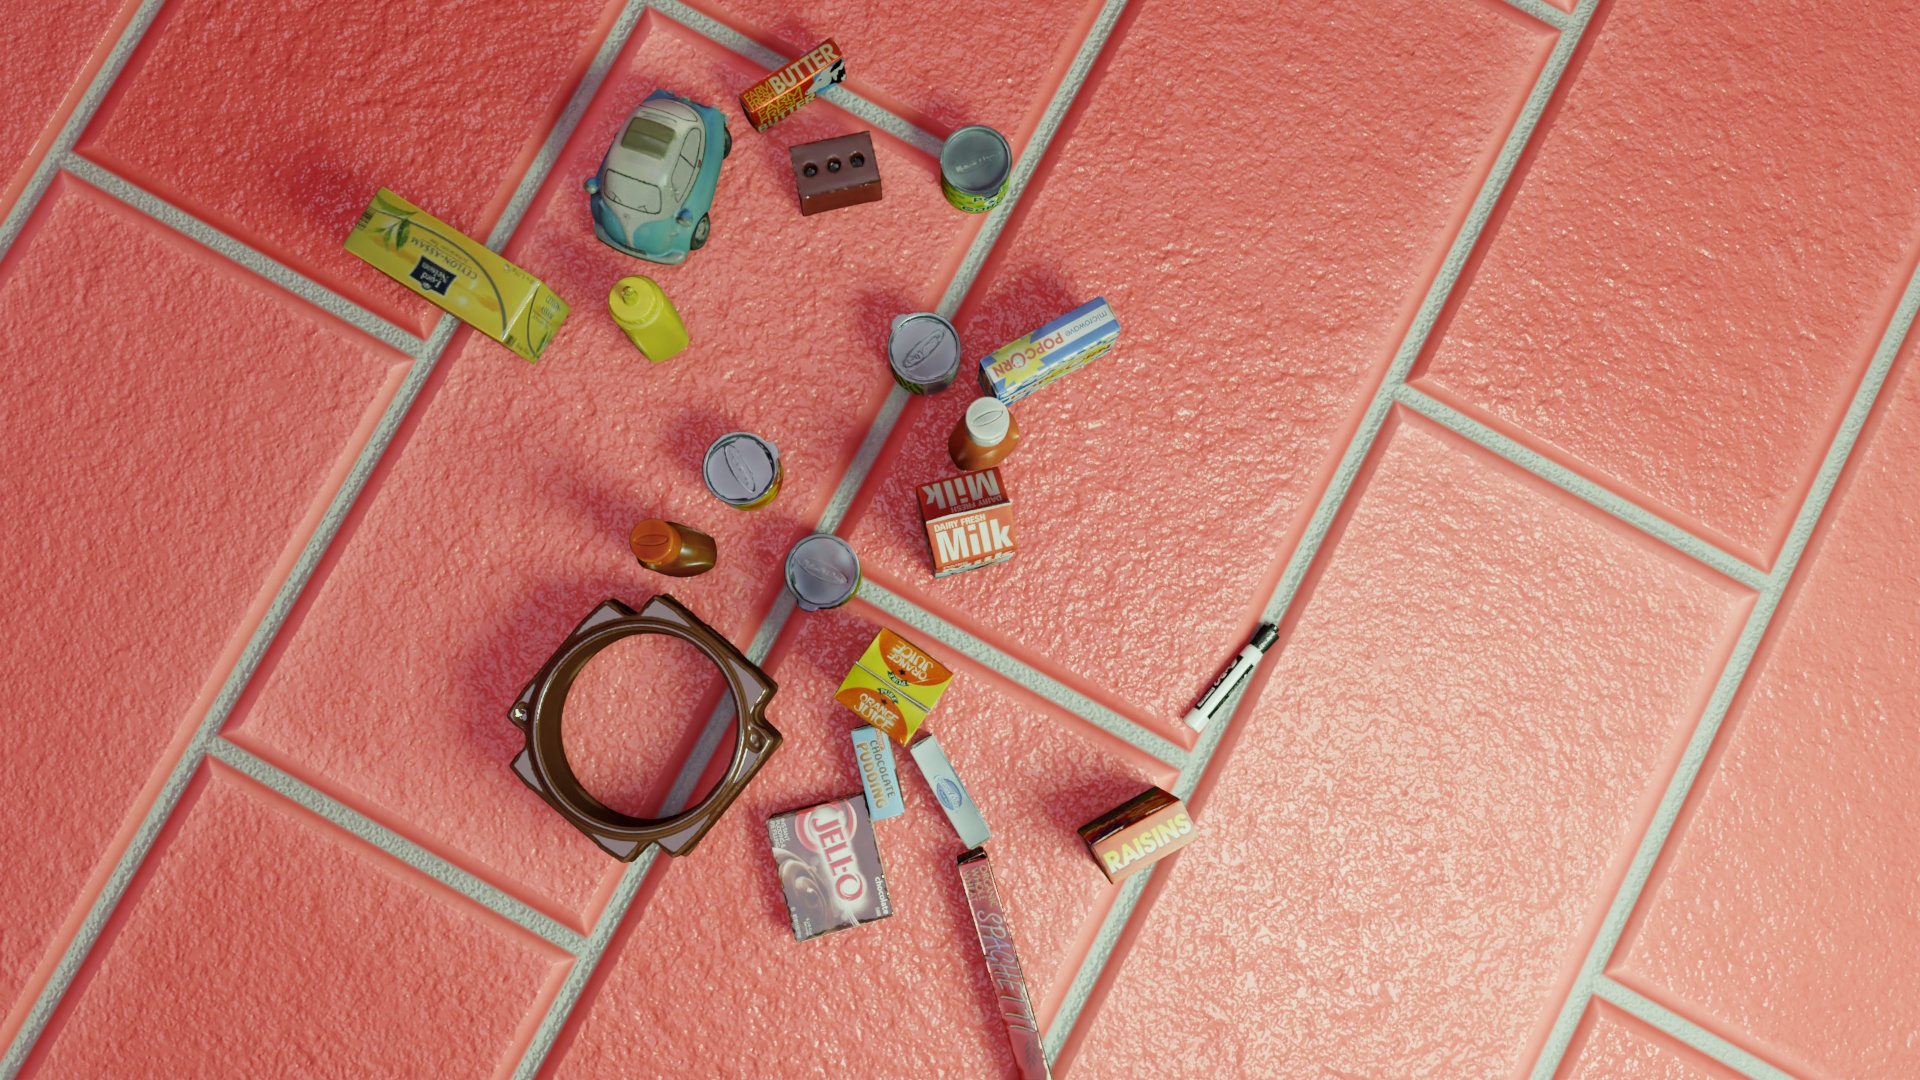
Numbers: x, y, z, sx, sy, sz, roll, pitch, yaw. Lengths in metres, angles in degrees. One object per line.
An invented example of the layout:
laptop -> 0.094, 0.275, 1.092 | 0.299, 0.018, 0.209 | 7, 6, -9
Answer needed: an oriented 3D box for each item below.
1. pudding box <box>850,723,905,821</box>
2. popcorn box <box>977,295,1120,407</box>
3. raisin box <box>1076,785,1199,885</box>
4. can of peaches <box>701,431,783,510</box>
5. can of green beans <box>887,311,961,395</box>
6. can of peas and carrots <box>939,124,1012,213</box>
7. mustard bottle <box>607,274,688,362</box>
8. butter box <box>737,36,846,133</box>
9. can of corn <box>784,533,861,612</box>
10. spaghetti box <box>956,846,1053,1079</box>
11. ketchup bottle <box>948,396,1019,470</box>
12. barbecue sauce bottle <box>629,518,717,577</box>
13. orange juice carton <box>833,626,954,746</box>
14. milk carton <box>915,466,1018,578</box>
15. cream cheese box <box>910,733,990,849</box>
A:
pudding box -> -0.073, 0.205, 1.234 | 0.030, 0.049, 0.083 | -14, 85, -2
popcorn box -> 0.079, -0.167, 1.255 | 0.127, 0.085, 0.038 | -28, 86, -3
raisin box -> 0.151, 0.251, 1.197 | 0.086, 0.123, 0.040 | -27, 86, -3
can of peaches -> -0.193, -0.063, 1.253 | 0.071, 0.058, 0.071 | 0, 85, -1
can of green beans -> -0.033, -0.170, 1.267 | 0.071, 0.058, 0.071 | 0, 85, -1
can of peas and carrots -> 0.015, -0.340, 1.284 | 0.071, 0.058, 0.071 | 0, 85, -1
mustard bottle -> -0.278, -0.200, 1.213 | 0.049, 0.160, 0.065 | -30, 86, -3
butter box -> -0.155, -0.422, 1.291 | 0.103, 0.053, 0.024 | -33, 86, -4
can of corn -> -0.123, 0.031, 1.245 | 0.071, 0.058, 0.071 | 0, 85, -1
spaghetti box -> 0.044, 0.394, 1.218 | 0.029, 0.050, 0.250 | -17, 85, -2
ketchup bottle -> 0.022, -0.094, 1.215 | 0.065, 0.148, 0.043 | -23, 86, -3
barbecue sauce bottle -> -0.252, 0.006, 1.200 | 0.065, 0.148, 0.043 | -2, 85, -1
orange juice carton -> -0.054, 0.121, 1.171 | 0.072, 0.192, 0.073 | 35, 85, 2
milk carton -> 0.004, -0.015, 1.186 | 0.072, 0.190, 0.073 | -14, 85, -2
cream cheese box -> -0.009, 0.221, 1.232 | 0.024, 0.053, 0.104 | -31, 86, -3
